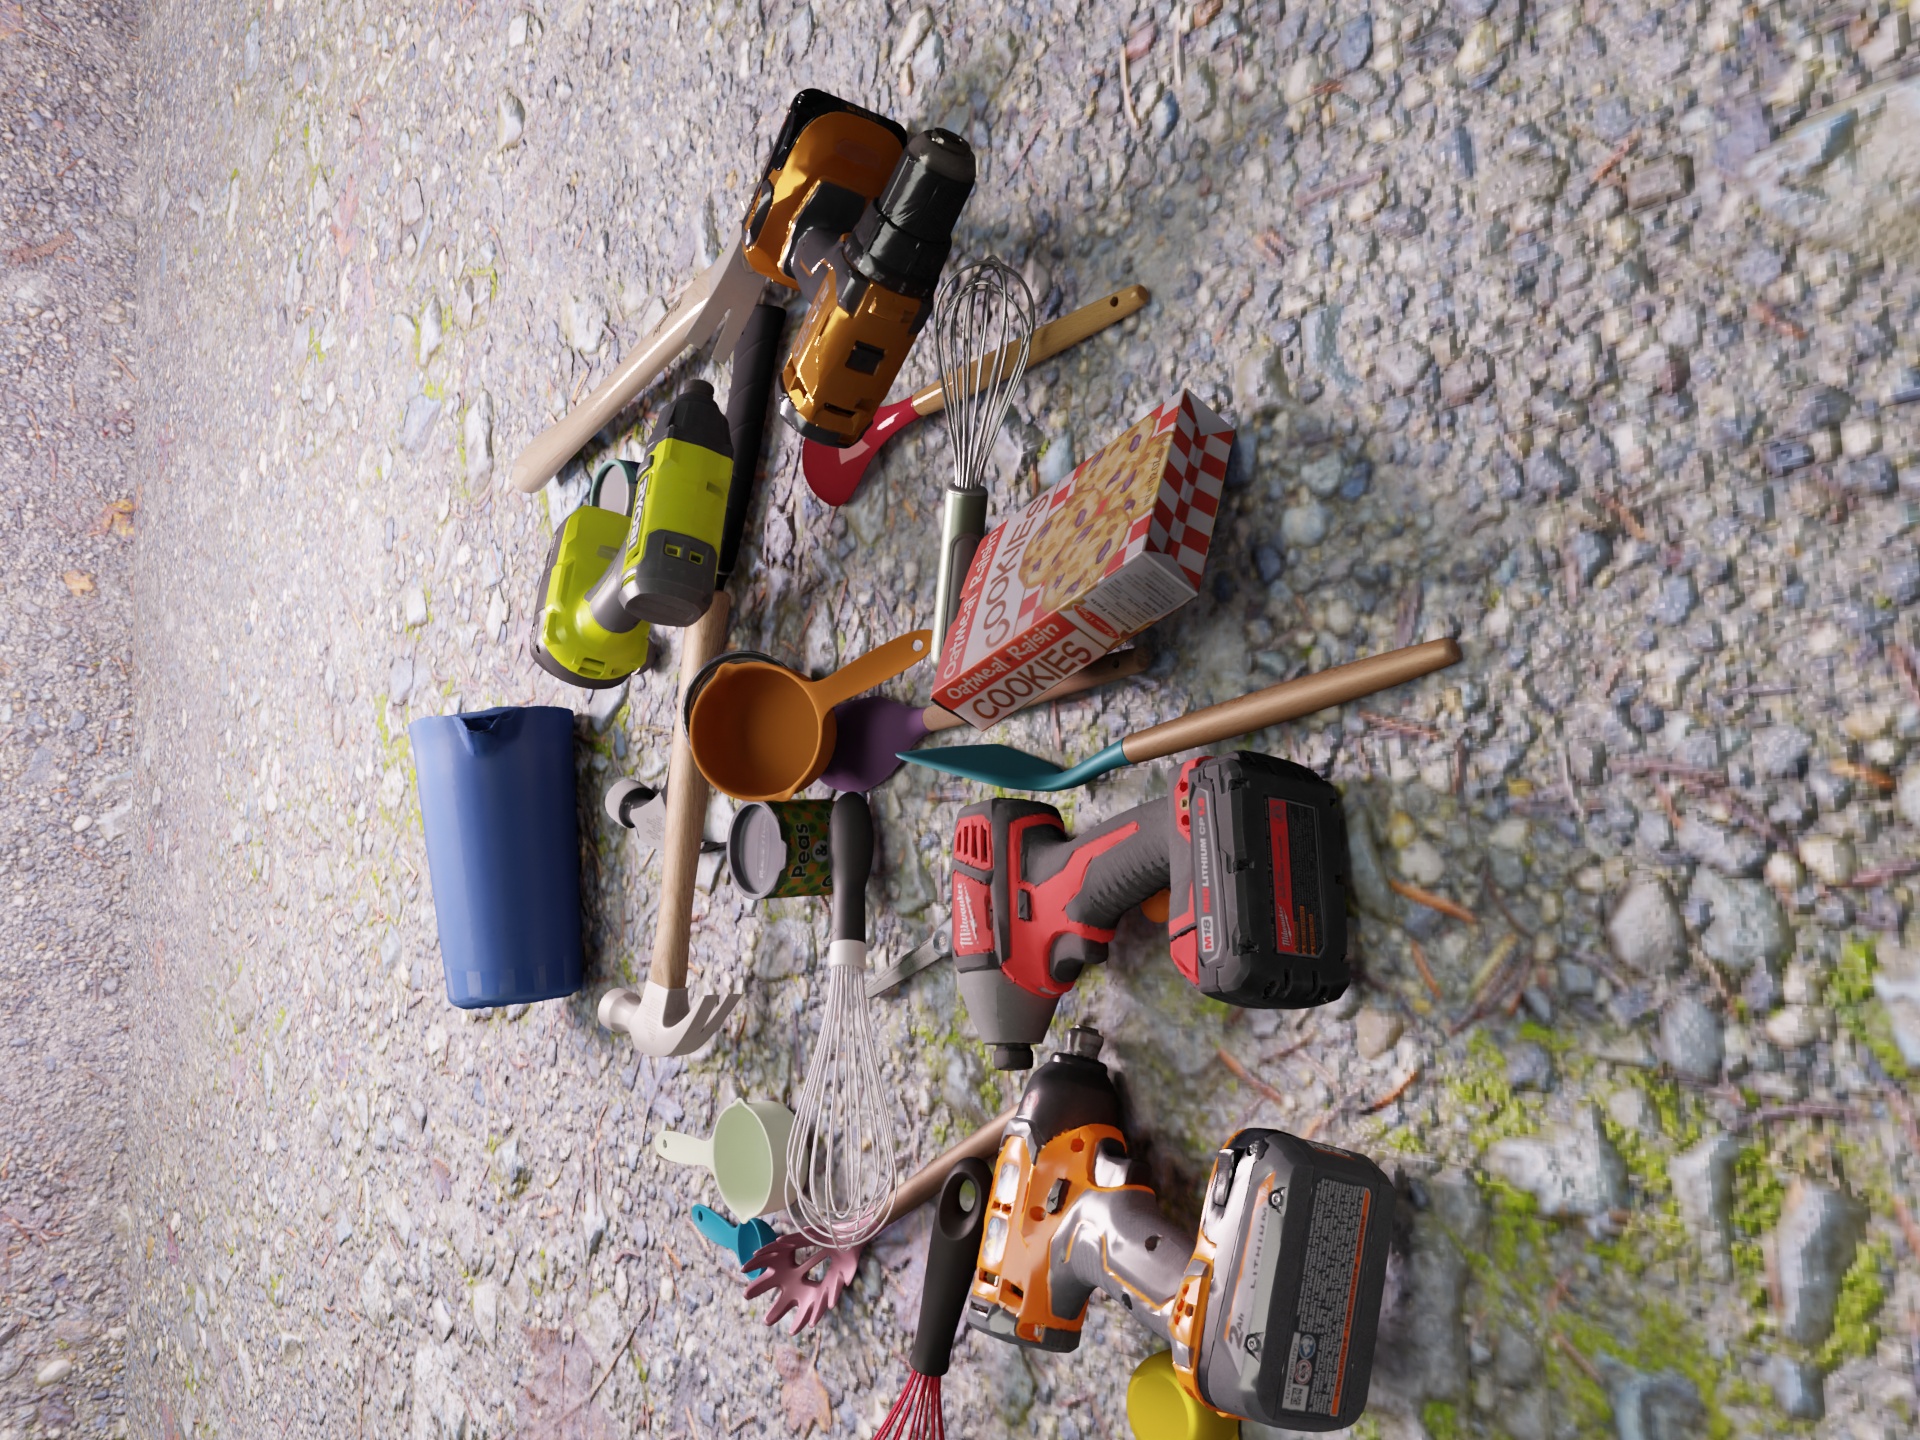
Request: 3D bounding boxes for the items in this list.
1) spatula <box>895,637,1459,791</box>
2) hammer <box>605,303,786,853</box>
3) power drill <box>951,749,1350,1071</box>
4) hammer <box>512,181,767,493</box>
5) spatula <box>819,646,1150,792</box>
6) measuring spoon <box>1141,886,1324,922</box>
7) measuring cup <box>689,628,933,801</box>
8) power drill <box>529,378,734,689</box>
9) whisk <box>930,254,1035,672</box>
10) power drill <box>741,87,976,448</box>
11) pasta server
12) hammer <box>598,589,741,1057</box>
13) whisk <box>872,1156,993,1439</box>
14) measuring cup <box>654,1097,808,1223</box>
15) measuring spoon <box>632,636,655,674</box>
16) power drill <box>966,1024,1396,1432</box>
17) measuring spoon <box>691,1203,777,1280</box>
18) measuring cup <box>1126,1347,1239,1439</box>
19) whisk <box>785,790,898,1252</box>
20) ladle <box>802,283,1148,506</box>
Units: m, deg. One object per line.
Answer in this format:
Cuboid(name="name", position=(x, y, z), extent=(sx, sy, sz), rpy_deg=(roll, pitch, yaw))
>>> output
Cuboid(name="spatula", position=(0.103, -0.002, 0.804), extent=(0.317, 0.082, 0.044), rpy_deg=(-19, 80, 42))
Cuboid(name="hammer", position=(-0.179, -0.096, 1.156), extent=(0.149, 0.036, 0.409), rpy_deg=(25, 107, 47))
Cuboid(name="power drill", position=(0.079, 0.098, 0.790), extent=(0.220, 0.078, 0.143), rpy_deg=(-17, 67, 47))
Cuboid(name="hammer", position=(-0.261, -0.256, 1.226), extent=(0.410, 0.038, 0.146), rpy_deg=(-24, 42, 50))
Cuboid(name="spatula", position=(-0.002, -0.003, 0.951), extent=(0.316, 0.018, 0.060), rpy_deg=(-17, 79, 50))
Cuboid(name="measuring spoon", position=(0.132, 0.087, 0.793), extent=(0.117, 0.011, 0.021), rpy_deg=(-15, 77, 48))
Cuboid(name="measuring cup", position=(-0.086, -0.012, 1.009), extent=(0.173, 0.052, 0.095), rpy_deg=(-28, 84, 9))
Cuboid(name="power drill", position=(-0.223, -0.123, 1.109), extent=(0.223, 0.080, 0.171), rpy_deg=(-30, 49, 54))
Cuboid(name="whisk", position=(0.005, -0.140, 0.912), extent=(0.059, 0.057, 0.246), rpy_deg=(-128, 41, -61))
Cuboid(name="power drill", position=(-0.061, -0.294, 0.943), extent=(0.185, 0.084, 0.226), rpy_deg=(-58, 31, 33))
Cuboid(name="pasta server", position=(-0.036, 0.294, 0.965), extent=(0.060, 0.040, 0.316), rpy_deg=(50, 127, 7))
Cuboid(name="hammer", position=(-0.192, 0.073, 1.114), extent=(0.130, 0.031, 0.331), rpy_deg=(11, 96, 45))
Cuboid(name="whisk", position=(-0.022, 0.391, 0.921), extent=(0.073, 0.073, 0.296), rpy_deg=(21, 102, 48))
Cuboid(name="measuring cup", position=(-0.162, 0.301, 1.115), extent=(0.167, 0.038, 0.083), rpy_deg=(-11, 80, 51))
Cuboid(name="measuring spoon", position=(-0.262, -0.087, 1.274), extent=(0.034, 0.018, 0.124), rpy_deg=(-49, 46, 37))
Cuboid(name="power drill", position=(0.095, 0.235, 0.768), extent=(0.226, 0.084, 0.164), rpy_deg=(-8, 65, 55))
Cuboid(name="measuring spoon", position=(-0.159, 0.363, 1.129), extent=(0.129, 0.021, 0.042), rpy_deg=(-3, 87, 59))
Cuboid(name="measuring cup", position=(0.120, 0.298, 0.784), extent=(0.062, 0.029, 0.156), rpy_deg=(28, 108, 47))
Cuboid(name="whisk", position=(-0.069, 0.175, 0.969), extent=(0.070, 0.070, 0.285), rpy_deg=(-29, 53, 46))
Cuboid(name="ladle", position=(-0.006, -0.199, 0.963), extent=(0.315, 0.031, 0.069), rpy_deg=(-16, 79, 47))
